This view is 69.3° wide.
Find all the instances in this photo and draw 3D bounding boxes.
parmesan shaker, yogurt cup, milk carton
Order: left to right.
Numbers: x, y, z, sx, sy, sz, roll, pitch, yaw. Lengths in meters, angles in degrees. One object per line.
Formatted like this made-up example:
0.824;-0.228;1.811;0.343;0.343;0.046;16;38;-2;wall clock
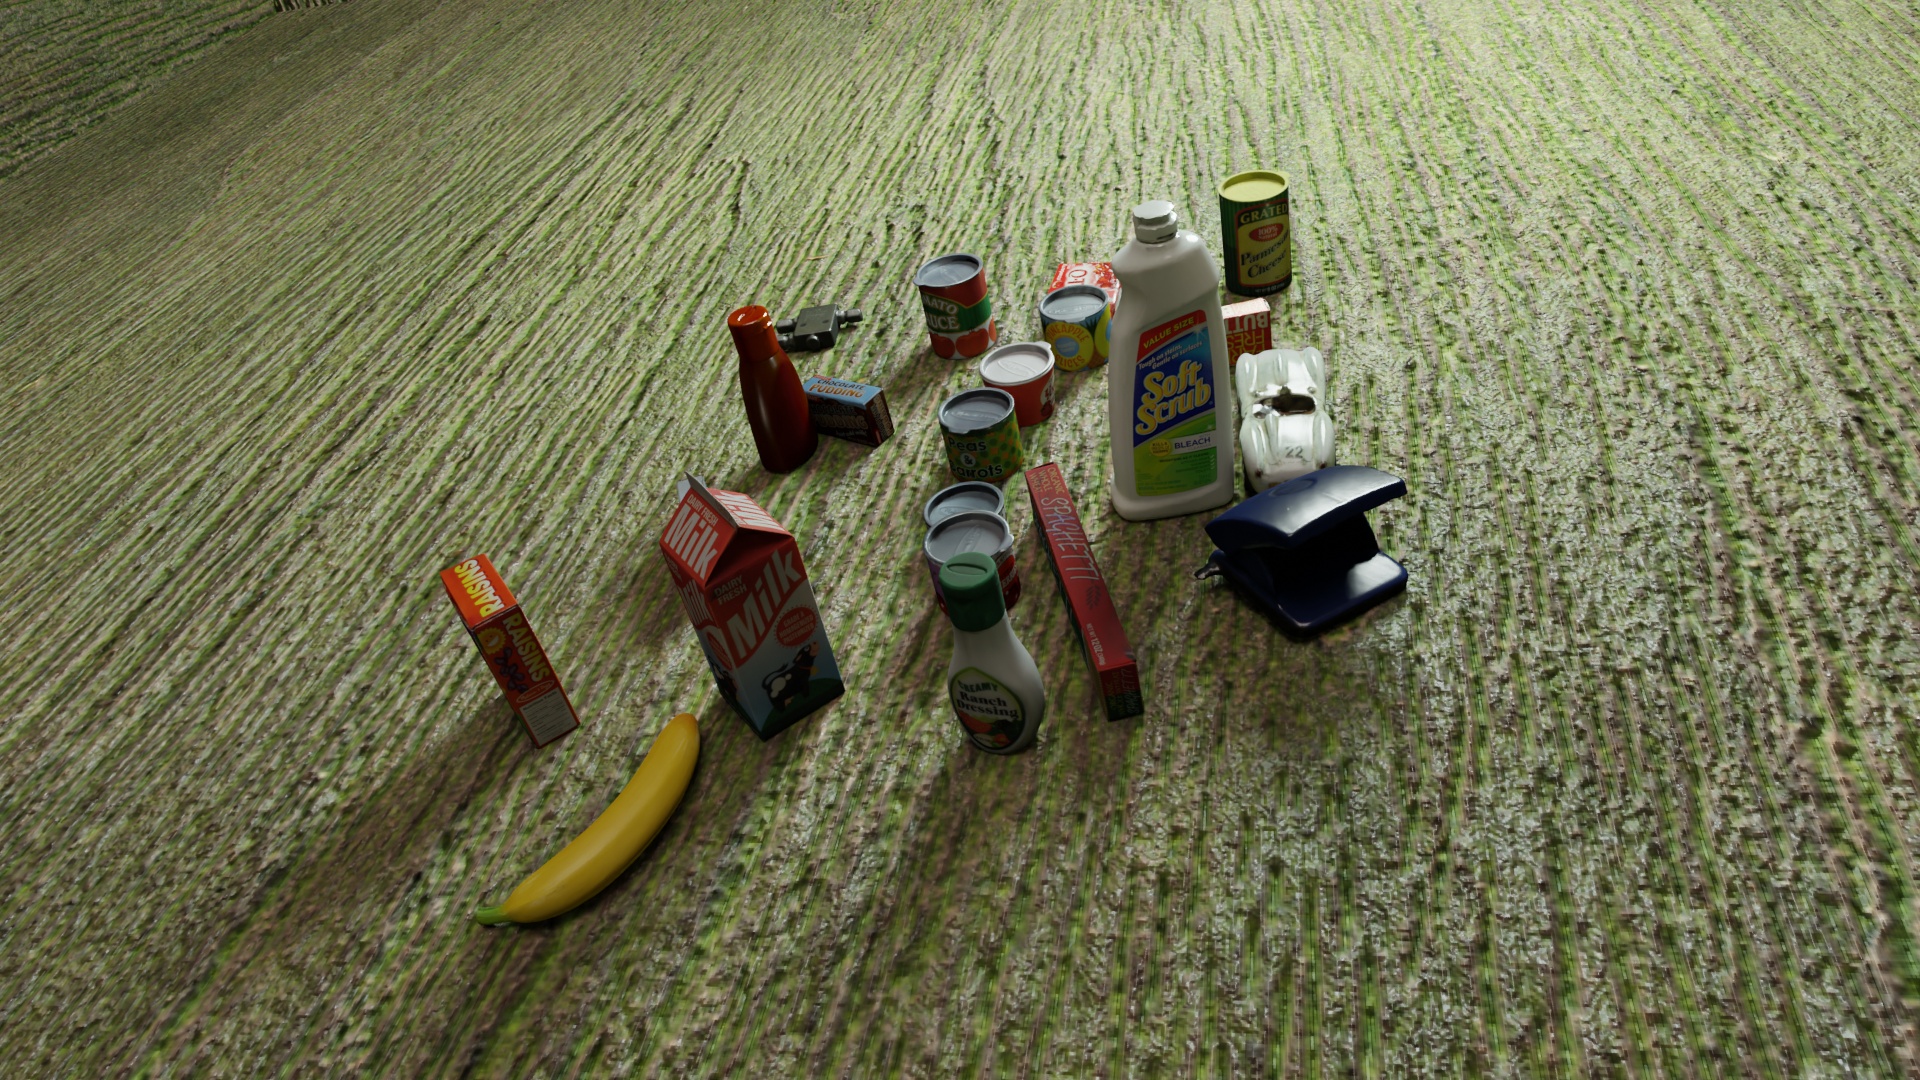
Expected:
-0.148;0.040;0.965;0.074;0.189;0.072;-31;40;-22;milk carton
0.054;-0.138;1.247;0.072;0.053;0.073;-8;37;7;yogurt cup
0.288;-0.296;1.339;0.071;0.102;0.072;-9;37;7;parmesan shaker

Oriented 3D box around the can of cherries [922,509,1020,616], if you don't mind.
0.011;0.020;1.052;0.071;0.058;0.072;-8;37;7;can of cherries

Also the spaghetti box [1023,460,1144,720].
0.088;0.029;1.023;0.029;0.050;0.251;-14;37;-1;spaghetti box

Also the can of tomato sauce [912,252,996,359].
-0.005;-0.228;1.356;0.071;0.082;0.071;-9;37;7;can of tomato sauce

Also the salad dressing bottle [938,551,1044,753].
0.017;0.074;0.906;0.064;0.147;0.044;7;42;25;salad dressing bottle

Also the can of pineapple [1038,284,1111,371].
0.109;-0.199;1.305;0.071;0.057;0.071;-8;37;7;can of pineapple

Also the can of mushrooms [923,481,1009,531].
0.004;-0.014;1.118;0.071;0.033;0.071;-8;37;7;can of mushrooms

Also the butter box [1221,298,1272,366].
0.227;-0.181;1.250;0.103;0.053;0.024;-11;37;3;butter box

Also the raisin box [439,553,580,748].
-0.332;0.081;1.024;0.040;0.122;0.086;-29;39;-19;raisin box

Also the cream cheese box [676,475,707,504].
-0.214;-0.005;1.157;0.024;0.053;0.104;-18;37;-5;cream cheese box

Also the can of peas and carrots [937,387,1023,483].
0.017;-0.088;1.189;0.071;0.058;0.071;-8;37;7;can of peas and carrots

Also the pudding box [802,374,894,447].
-0.105;-0.120;1.276;0.084;0.049;0.030;16;46;33;pudding box

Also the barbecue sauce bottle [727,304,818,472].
-0.169;-0.136;1.234;0.043;0.147;0.065;7;42;26;barbecue sauce bottle
